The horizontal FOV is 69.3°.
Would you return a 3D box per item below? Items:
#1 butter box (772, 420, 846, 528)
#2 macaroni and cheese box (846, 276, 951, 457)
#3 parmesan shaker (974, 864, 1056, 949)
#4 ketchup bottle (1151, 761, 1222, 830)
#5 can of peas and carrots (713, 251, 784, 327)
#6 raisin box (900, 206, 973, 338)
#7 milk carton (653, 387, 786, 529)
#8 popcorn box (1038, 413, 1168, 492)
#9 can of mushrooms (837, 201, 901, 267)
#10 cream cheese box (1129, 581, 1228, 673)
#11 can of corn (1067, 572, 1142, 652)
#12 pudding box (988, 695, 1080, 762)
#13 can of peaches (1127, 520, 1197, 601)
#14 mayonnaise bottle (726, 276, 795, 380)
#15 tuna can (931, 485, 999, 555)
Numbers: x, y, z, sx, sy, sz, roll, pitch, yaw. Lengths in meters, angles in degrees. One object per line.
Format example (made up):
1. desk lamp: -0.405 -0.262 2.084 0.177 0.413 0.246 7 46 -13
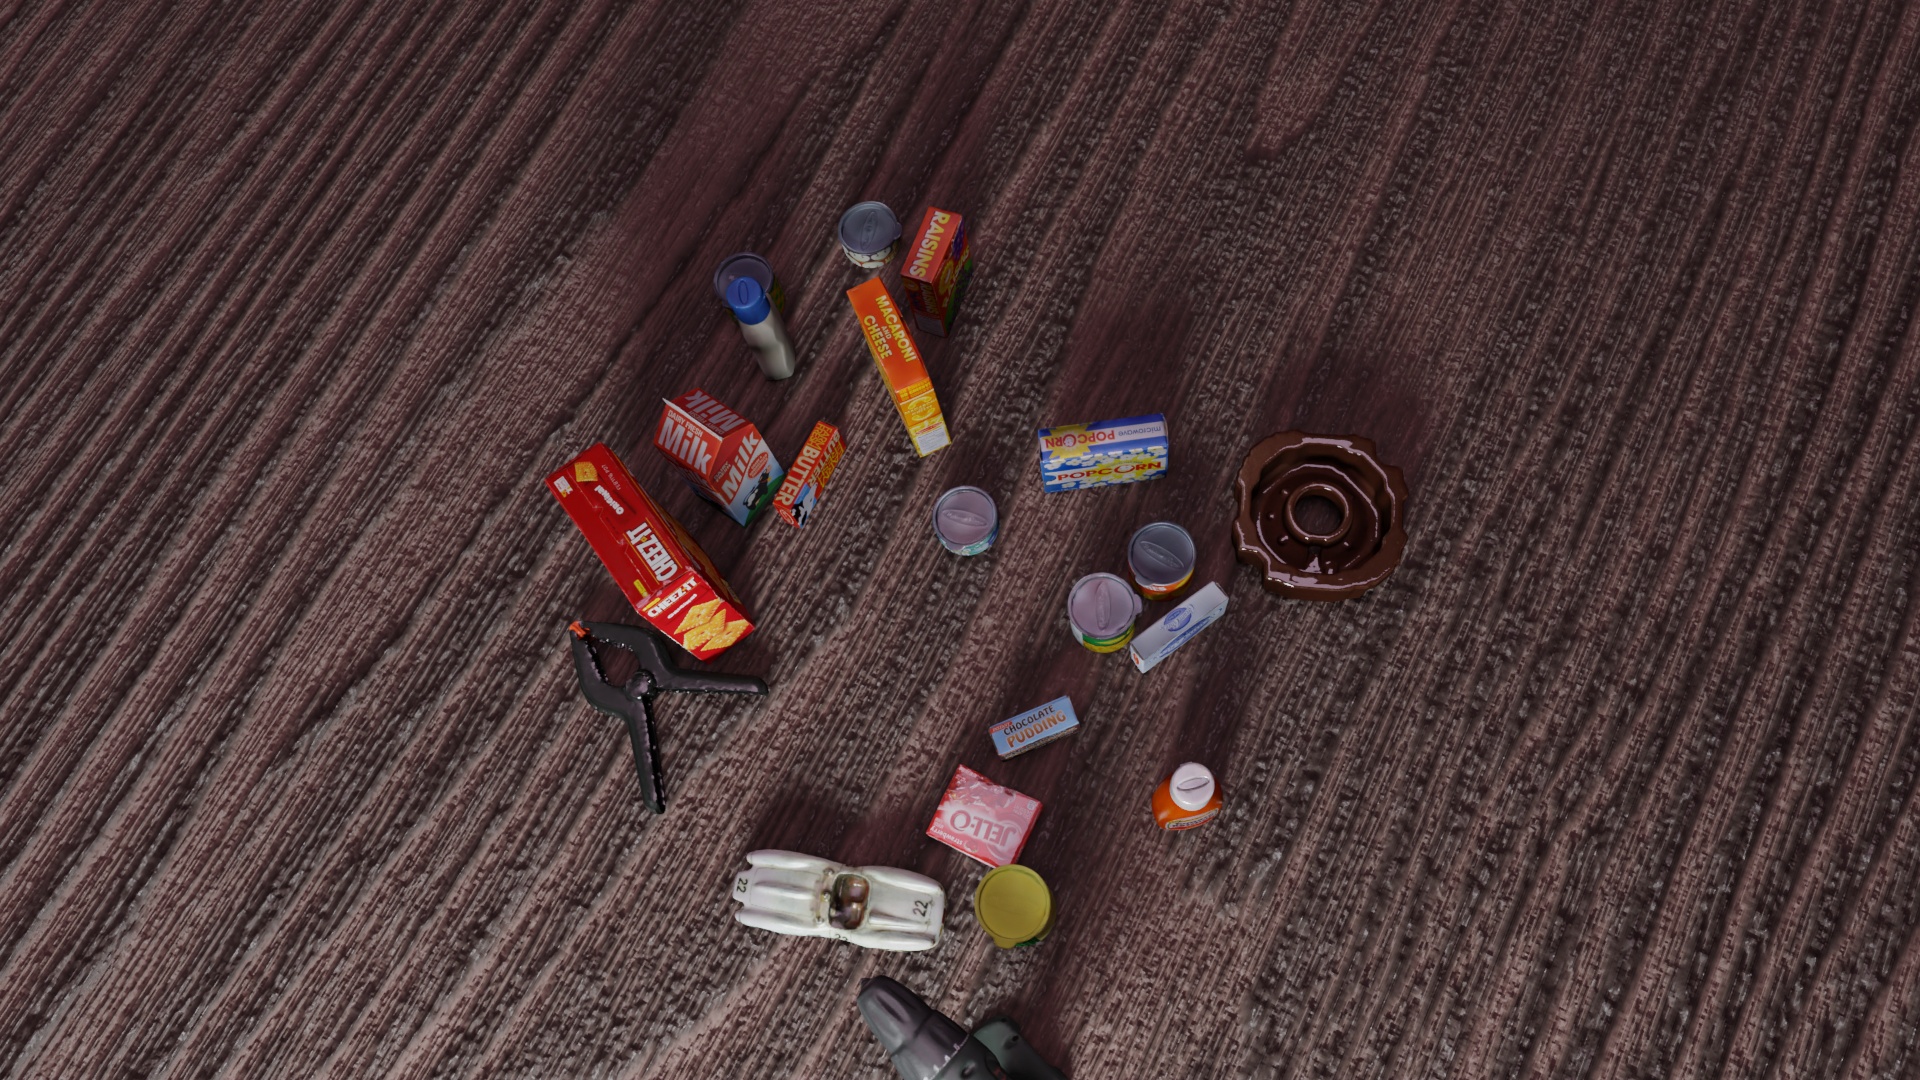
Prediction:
1. butter box: -0.155 -0.068 1.432 0.024 0.053 0.104 24 75 14
2. macaroni and cheese box: -0.059 -0.172 1.396 0.040 0.166 0.124 -25 70 -2
3. parmesan shaker: 0.050 0.331 1.243 0.071 0.102 0.071 -2 71 6
4. ketchup bottle: 0.203 0.227 1.237 0.065 0.148 0.043 -16 70 1
5. can of peas and carrots: -0.229 -0.267 1.506 0.071 0.058 0.071 -2 71 6
6. raisin box: -0.023 -0.279 1.452 0.040 0.123 0.086 19 75 12
7. milk carton: -0.240 -0.086 1.375 0.072 0.190 0.073 33 78 16
8. popcorn box: 0.143 -0.086 1.386 0.127 0.085 0.038 -7 71 4
9. can of mushrooms: -0.097 -0.336 1.528 0.071 0.033 0.071 -2 71 6
10. cream cheese box: 0.209 0.084 1.337 0.104 0.053 0.024 -36 71 -6
11. can of corn: 0.141 0.071 1.346 0.071 0.058 0.071 -2 71 6
12. pudding box: 0.071 0.179 1.321 0.084 0.049 0.030 -22 70 -1
13. can of peaches: 0.195 0.023 1.357 0.071 0.058 0.071 -2 71 6
14. mayonnaise bottle: -0.207 -0.223 1.441 0.041 0.147 0.065 -11 71 3
15. tuna can: 0.005 -0.018 1.406 0.071 0.032 0.071 -2 71 6
